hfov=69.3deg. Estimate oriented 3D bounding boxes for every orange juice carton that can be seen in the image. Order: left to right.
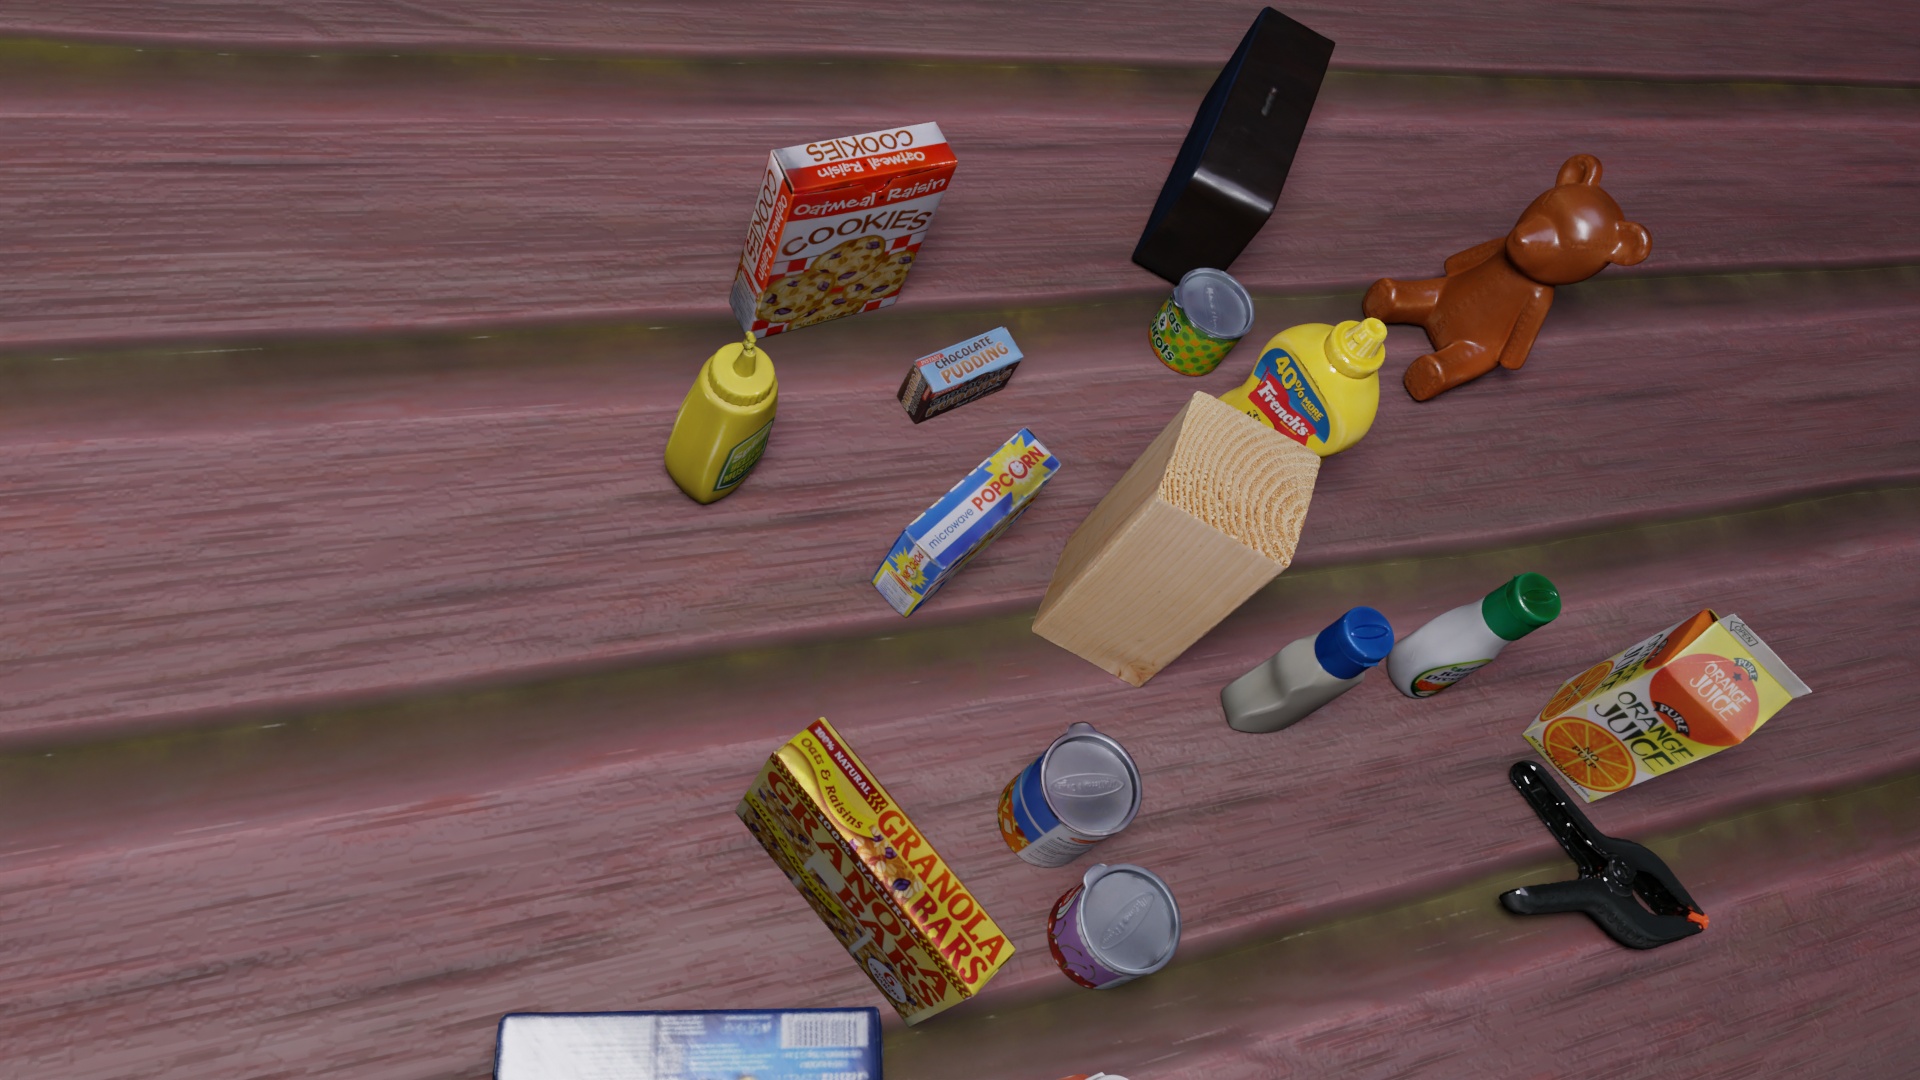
[{"bbox_3d":[0.501,0.114,0.986,0.073,0.191,0.072,-37,81,-31],"label":"orange juice carton"}]

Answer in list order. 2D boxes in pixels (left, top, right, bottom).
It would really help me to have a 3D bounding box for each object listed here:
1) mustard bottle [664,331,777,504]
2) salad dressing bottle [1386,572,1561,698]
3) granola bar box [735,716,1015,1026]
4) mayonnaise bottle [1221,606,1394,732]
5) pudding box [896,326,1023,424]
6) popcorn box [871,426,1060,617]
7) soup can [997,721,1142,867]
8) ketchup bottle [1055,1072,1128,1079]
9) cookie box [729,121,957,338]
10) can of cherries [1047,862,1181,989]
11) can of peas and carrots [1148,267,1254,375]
[{"bbox_3d":[-0.146,-0.081,0.875,0.049,0.159,0.065,43,59,5],"label":"mustard bottle"},{"bbox_3d":[0.363,0.068,0.987,0.064,0.147,0.044,-2,65,-20],"label":"salad dressing bottle"},{"bbox_3d":[-0.052,0.190,0.789,0.039,0.123,0.165,-36,80,-30],"label":"granola bar box"},{"bbox_3d":[0.234,0.088,0.930,0.065,0.147,0.041,-3,65,-21],"label":"mayonnaise bottle"},{"bbox_3d":[0.000,-0.121,1.012,0.084,0.049,0.030,-25,75,-28],"label":"pudding box"},{"bbox_3d":[0.003,-0.012,0.936,0.038,0.084,0.127,45,59,6],"label":"popcorn box"},{"bbox_3d":[0.067,0.161,0.871,0.071,0.083,0.071,8,62,-16],"label":"soup can"},{"bbox_3d":[0.054,0.314,0.749,0.065,0.148,0.043,-13,70,-25],"label":"ketchup bottle"},{"bbox_3d":[-0.084,-0.211,0.959,0.123,0.166,0.040,-19,72,-27],"label":"cookie box"},{"bbox_3d":[0.092,0.236,0.856,0.071,0.058,0.072,8,62,-16],"label":"can of cherries"},{"bbox_3d":[0.188,-0.172,1.100,0.071,0.058,0.071,8,62,-16],"label":"can of peas and carrots"}]
